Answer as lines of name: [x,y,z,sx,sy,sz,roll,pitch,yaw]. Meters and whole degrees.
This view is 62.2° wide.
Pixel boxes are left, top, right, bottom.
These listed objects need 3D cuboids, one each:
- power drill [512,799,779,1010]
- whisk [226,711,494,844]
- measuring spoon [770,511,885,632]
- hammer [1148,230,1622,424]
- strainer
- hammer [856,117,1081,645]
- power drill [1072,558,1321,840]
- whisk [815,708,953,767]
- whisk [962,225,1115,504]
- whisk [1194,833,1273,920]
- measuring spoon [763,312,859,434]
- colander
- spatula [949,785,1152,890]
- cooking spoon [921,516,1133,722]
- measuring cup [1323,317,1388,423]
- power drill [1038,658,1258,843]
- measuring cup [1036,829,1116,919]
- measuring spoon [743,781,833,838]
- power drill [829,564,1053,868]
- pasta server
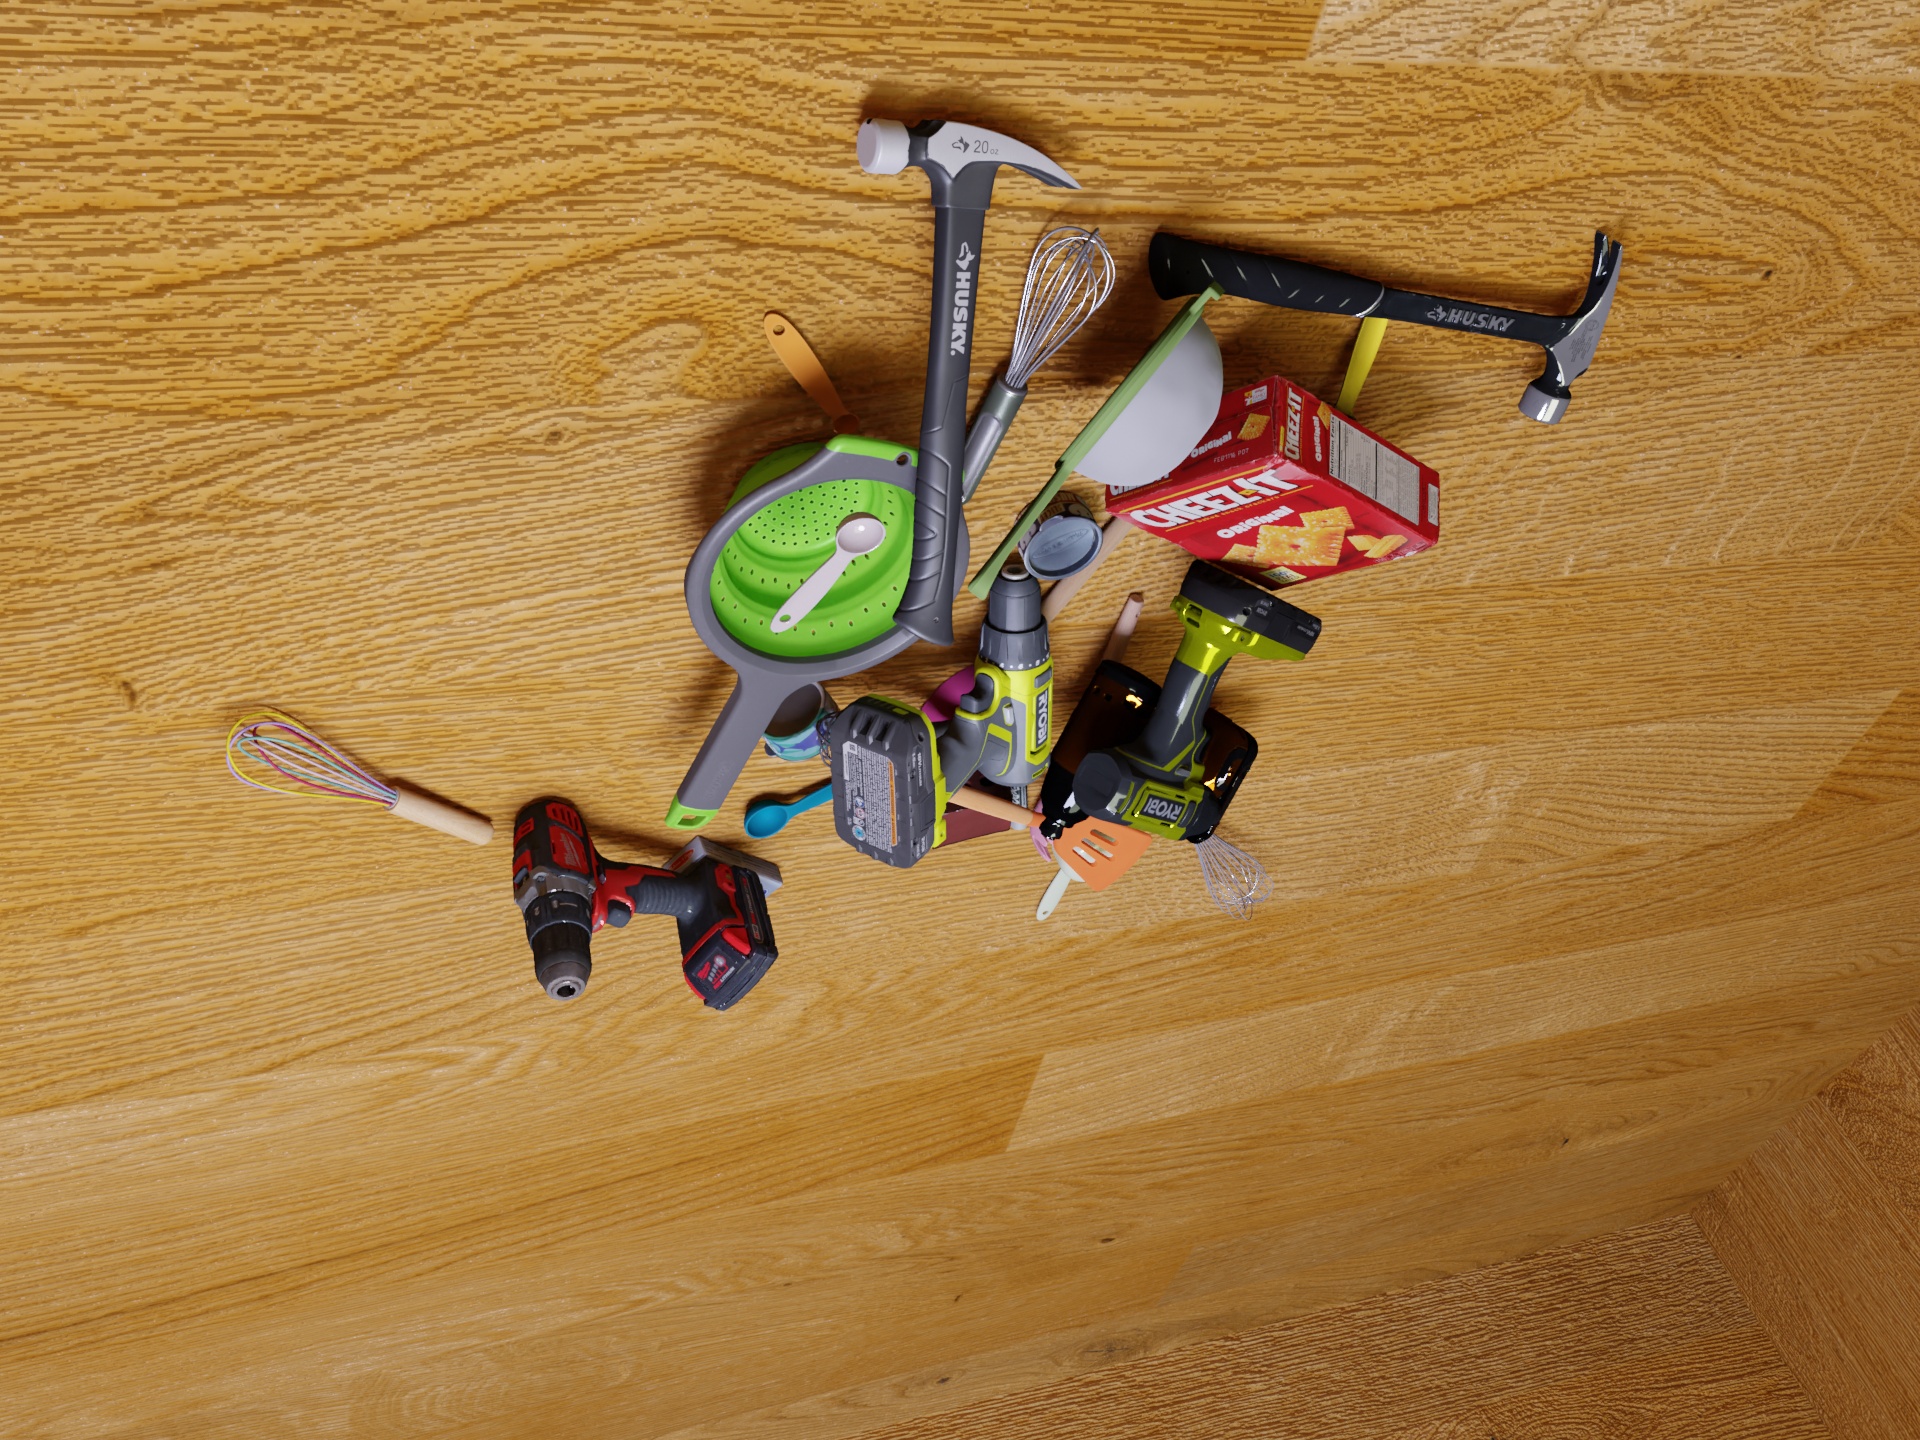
power drill: [-0.266,0.172,1.325,0.226,0.188,0.080,25,119,-36]
whisk: [-0.455,0.050,1.229,0.051,0.047,0.244,-25,148,23]
measuring spoon: [-0.096,-0.103,1.091,0.034,0.018,0.124,15,135,-38]
hammer: [0.318,-0.312,1.172,0.408,0.036,0.149,2,125,-25]
strainer: [0.104,-0.170,1.083,0.256,0.069,0.151,-53,-176,-9]
hammer: [-0.005,-0.209,1.031,0.146,0.035,0.334,-7,113,-29]
power drill: [0.202,-0.008,1.328,0.171,0.080,0.223,16,104,-46]
whisk: [-0.033,0.014,1.331,0.239,0.055,0.055,-3,141,-50]
whisk: [0.040,-0.243,1.120,0.058,0.059,0.246,30,132,-1]
whisk: [0.255,0.125,1.655,0.070,0.070,0.284,-31,136,10]
measuring spoon: [-0.102,-0.237,1.087,0.021,0.011,0.116,-29,138,9]
colander: [-0.141,-0.075,1.185,0.204,0.095,0.397,9,132,-33]
spatula: [0.049,0.088,1.429,0.322,0.041,0.081,21,120,-45]
cooking spoon: [0.062,-0.079,1.342,0.068,0.017,0.318,14,130,-37]
measuring cup: [0.299,-0.267,1.241,0.062,0.029,0.156,0,125,-24]
power drill: [0.162,0.046,1.434,0.226,0.084,0.164,18,103,-50]
measuring cup: [0.118,0.164,1.639,0.083,0.038,0.167,2,134,-28]
measuring spoon: [-0.137,0.066,1.424,0.128,0.021,0.042,-25,143,-11]
power drill: [-0.002,-0.004,1.261,0.228,0.080,0.190,-37,136,-44]
pasta server: [0.119,0.011,1.462,0.060,0.040,0.316,-30,151,-40]
